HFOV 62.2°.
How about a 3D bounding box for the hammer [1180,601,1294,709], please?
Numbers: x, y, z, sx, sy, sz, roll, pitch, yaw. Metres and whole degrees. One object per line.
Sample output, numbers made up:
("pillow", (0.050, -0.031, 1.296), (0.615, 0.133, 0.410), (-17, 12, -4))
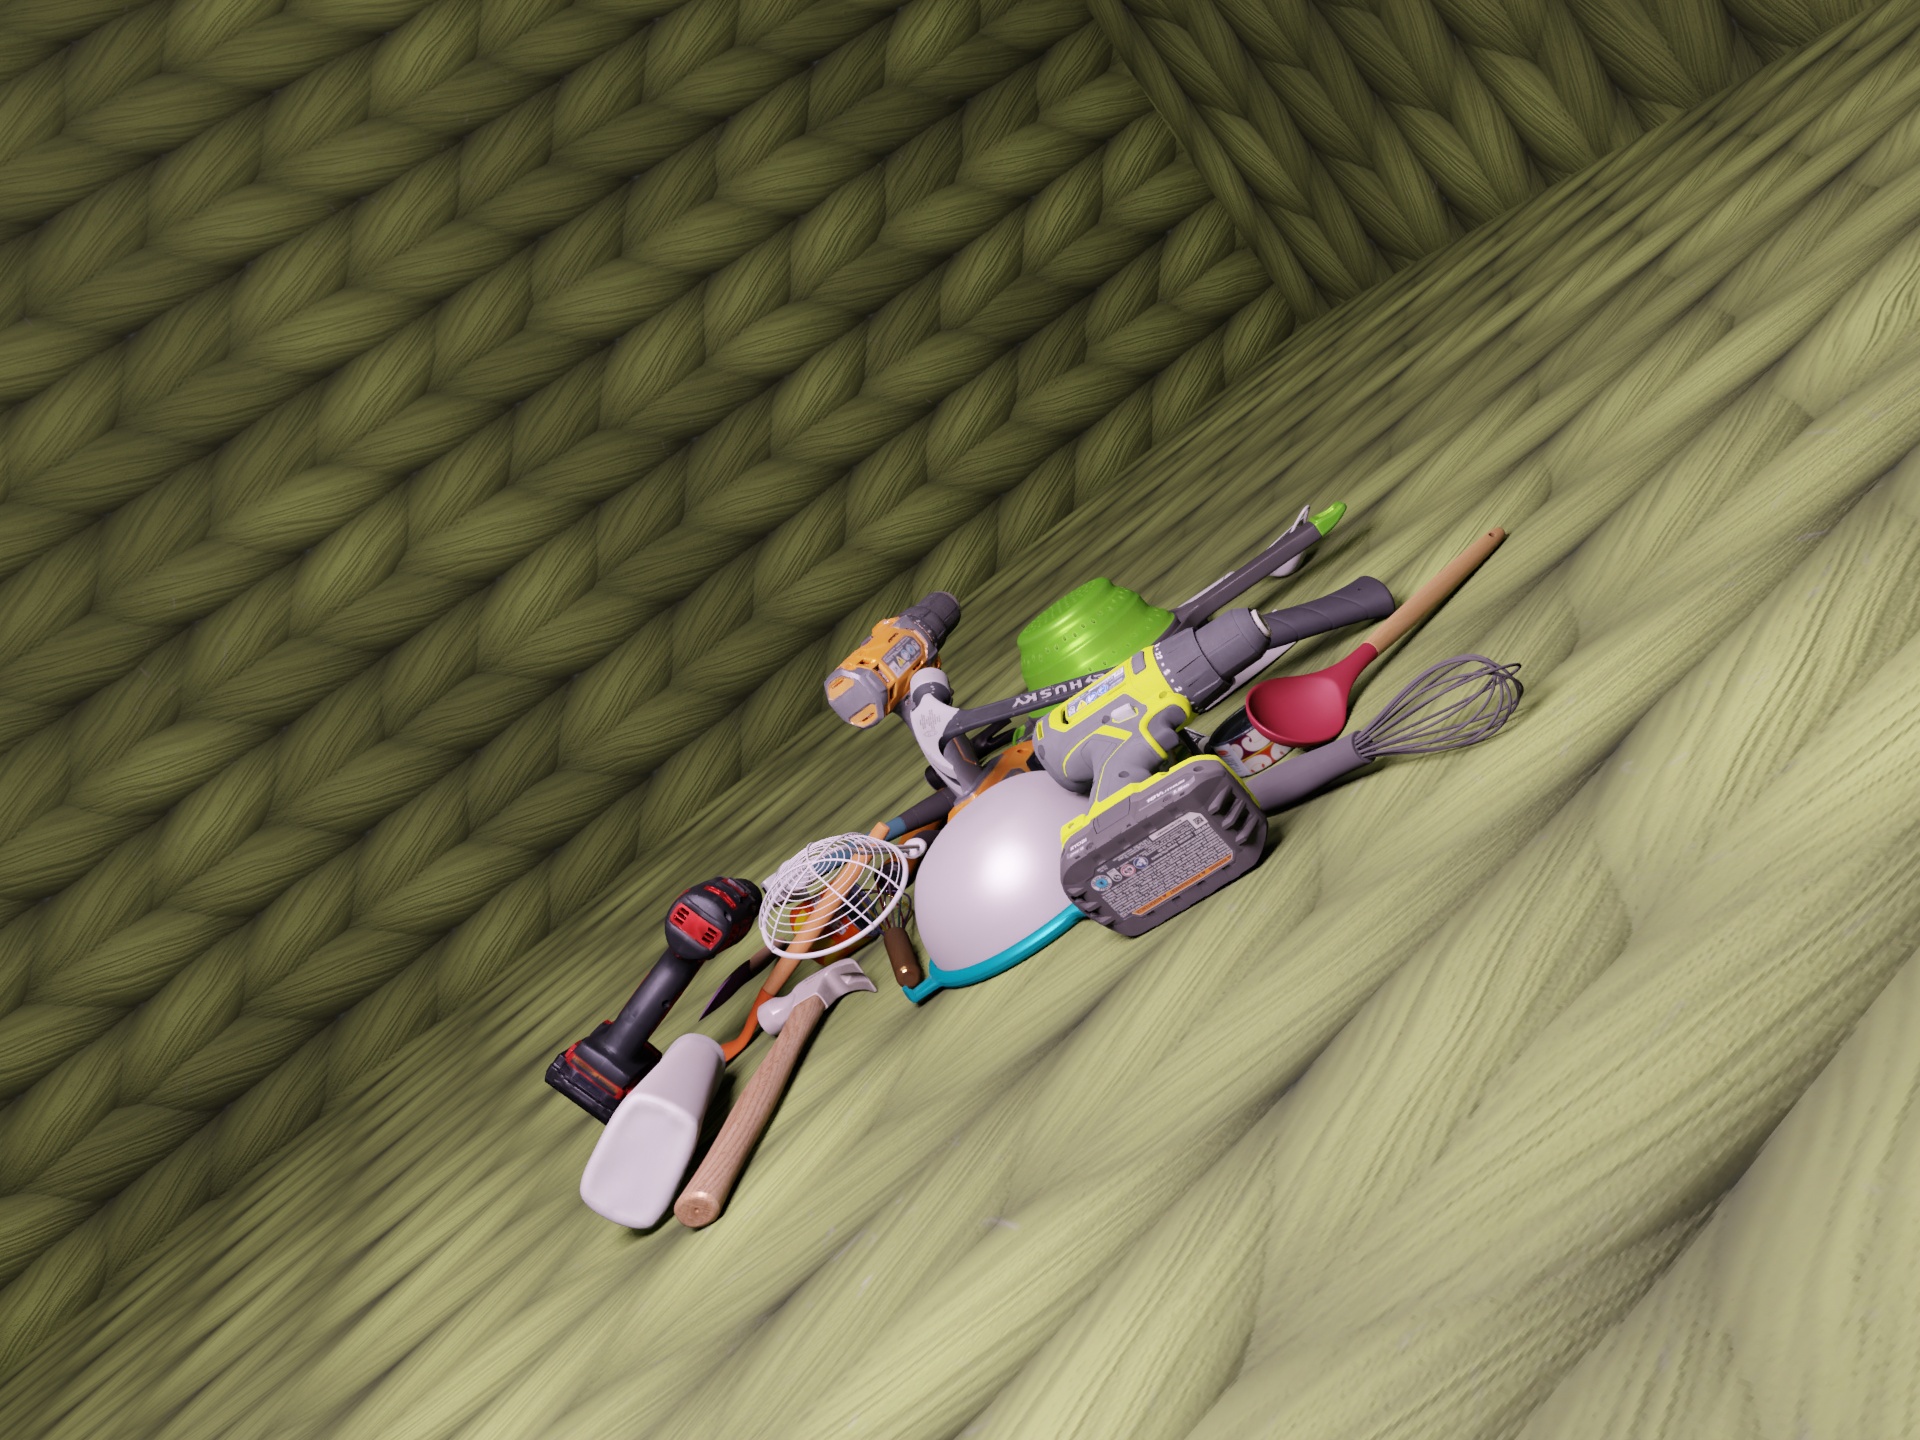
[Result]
("hammer", (0.241, -0.076, 1.552), (0.146, 0.035, 0.335), (-36, 9, 11))

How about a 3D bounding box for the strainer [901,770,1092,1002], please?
("strainer", (0.058, 0.076, 1.287), (0.211, 0.095, 0.340), (-32, 12, 31))

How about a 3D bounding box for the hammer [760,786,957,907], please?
("hammer", (-0.047, 0.097, 1.545), (0.331, 0.033, 0.128), (-26, -7, -26))

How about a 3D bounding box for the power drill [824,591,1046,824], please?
("power drill", (-0.002, -0.005, 1.477), (0.084, 0.226, 0.185), (-35, 10, 43))

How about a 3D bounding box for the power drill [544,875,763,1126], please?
("power drill", (-0.257, 0.235, 1.419), (0.226, 0.080, 0.188), (-56, -4, 4))

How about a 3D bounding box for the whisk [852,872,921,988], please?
("whisk", (-0.054, 0.181, 1.373), (0.051, 0.047, 0.245), (-42, 13, 1))

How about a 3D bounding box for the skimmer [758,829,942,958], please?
("skimmer", (-0.056, 0.140, 1.365), (0.127, 0.090, 0.363), (-17, -8, 18))

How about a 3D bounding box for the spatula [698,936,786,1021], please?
("spatula", (-0.201, 0.238, 1.530), (0.060, 0.018, 0.316), (-54, -3, 3))

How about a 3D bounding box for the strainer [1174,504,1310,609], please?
("strainer", (0.299, -0.152, 1.703), (0.087, 0.050, 0.258), (-36, 1, -38))

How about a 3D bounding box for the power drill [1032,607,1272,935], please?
("power drill", (0.141, 0.023, 1.097), (0.190, 0.080, 0.229), (-34, 26, 21))

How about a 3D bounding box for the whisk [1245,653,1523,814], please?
("whisk", (0.256, 0.016, 1.009), (0.239, 0.055, 0.055), (-34, 8, 48))

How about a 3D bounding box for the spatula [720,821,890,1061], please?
("spatula", (-0.167, 0.220, 1.433), (0.322, 0.041, 0.081), (-55, 2, 6))

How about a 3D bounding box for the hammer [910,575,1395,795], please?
("hammer", (0.155, -0.043, 1.316), (0.409, 0.036, 0.149), (-17, 36, 8))

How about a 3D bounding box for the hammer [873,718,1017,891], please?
("hammer", (-0.022, 0.092, 1.707), (0.127, 0.034, 0.337), (-34, 9, 24))

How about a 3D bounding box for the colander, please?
("colander", (0.190, -0.122, 1.557), (0.397, 0.094, 0.204), (-35, 8, 8))

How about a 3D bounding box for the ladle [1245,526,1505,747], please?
("ladle", (0.321, -0.067, 1.195), (0.315, 0.069, 0.031), (-37, -30, -29))

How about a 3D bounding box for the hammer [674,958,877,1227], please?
("hammer", (-0.148, 0.281, 1.243), (0.130, 0.031, 0.331), (-34, 10, 20))
